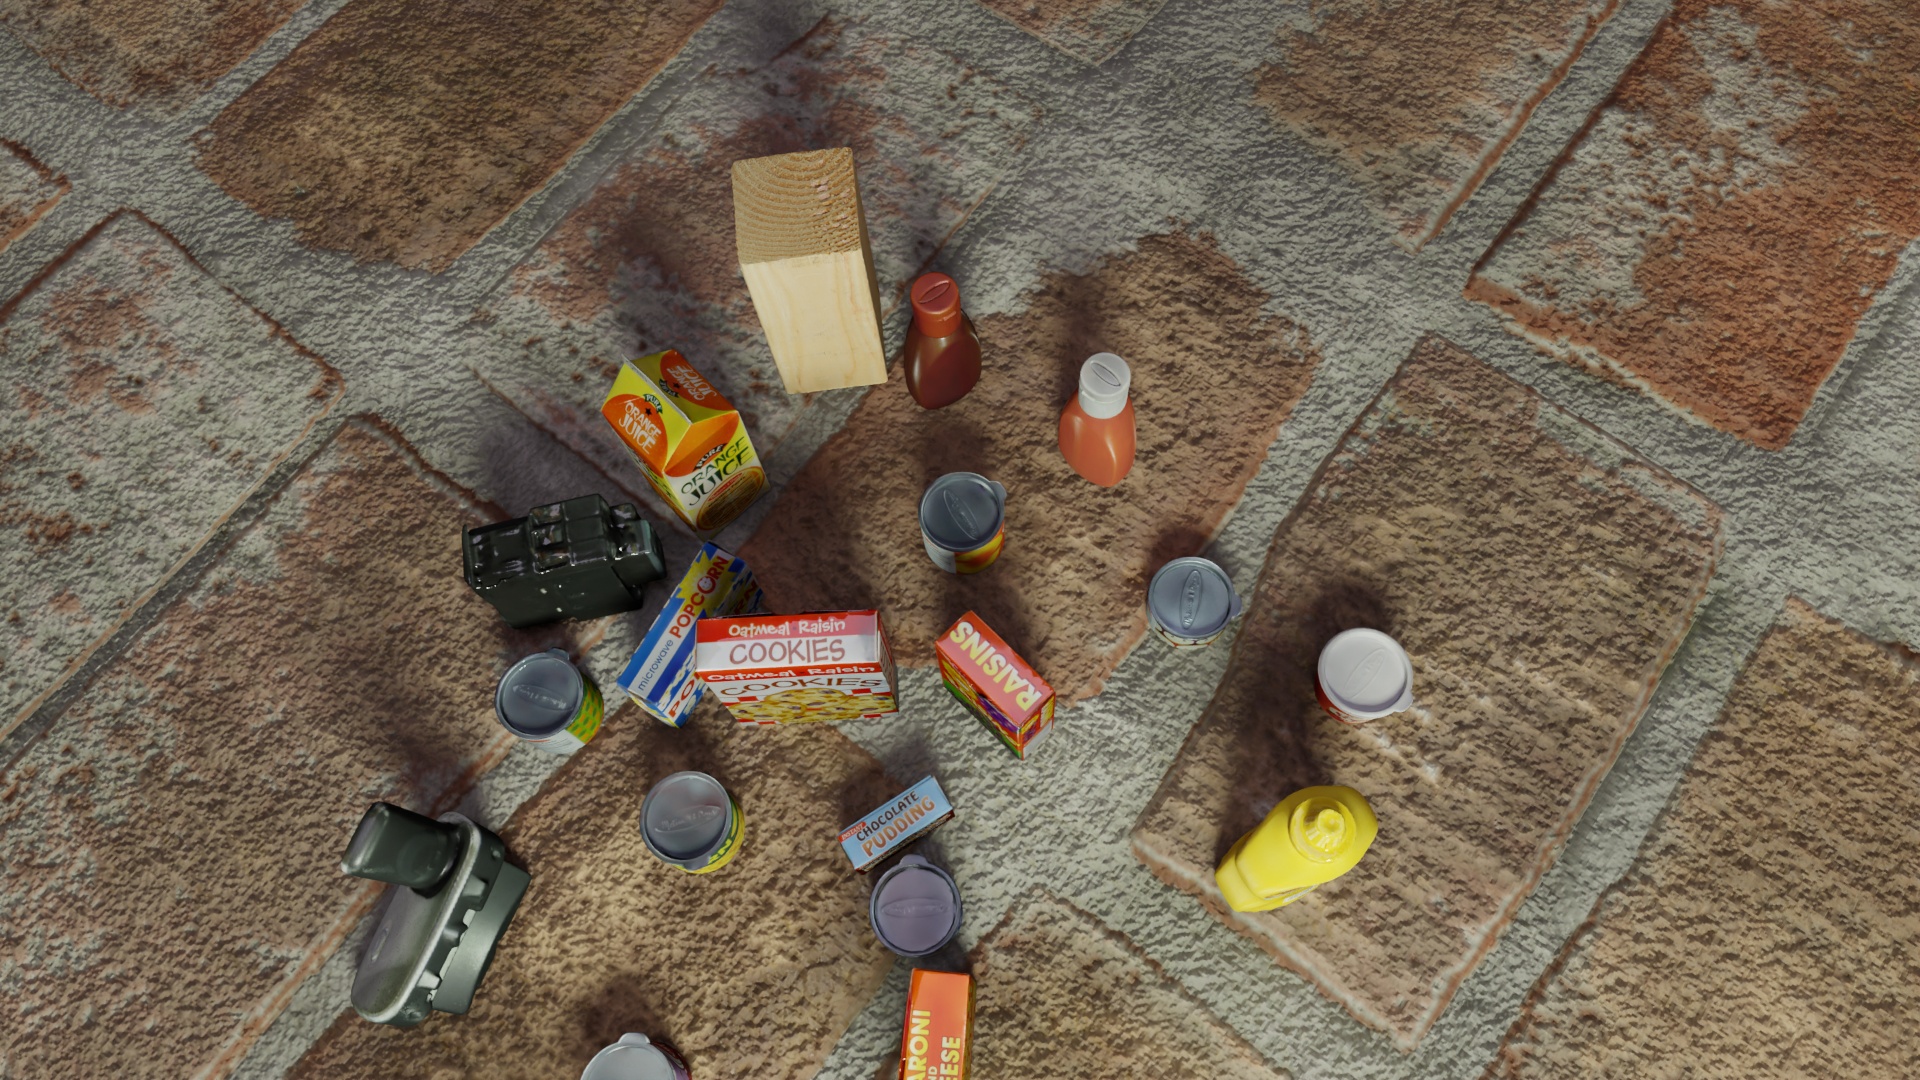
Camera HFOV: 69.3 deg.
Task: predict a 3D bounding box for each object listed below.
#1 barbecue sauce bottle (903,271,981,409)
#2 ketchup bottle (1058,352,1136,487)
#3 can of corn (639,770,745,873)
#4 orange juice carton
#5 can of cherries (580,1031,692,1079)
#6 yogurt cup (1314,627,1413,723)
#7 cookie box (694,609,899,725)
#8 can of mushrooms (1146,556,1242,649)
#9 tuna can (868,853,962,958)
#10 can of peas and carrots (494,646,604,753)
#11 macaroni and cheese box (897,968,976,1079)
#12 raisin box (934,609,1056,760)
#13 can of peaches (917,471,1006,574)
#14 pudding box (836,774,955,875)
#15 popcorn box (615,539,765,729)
[{"bbox_3d":[-0.016,-0.157,1.091,0.065,0.148,0.044,-35,72,-10],"label":"barbecue sauce bottle"},{"bbox_3d":[0.106,-0.093,1.062,0.065,0.148,0.043,41,77,15],"label":"ketchup bottle"},{"bbox_3d":[-0.193,0.208,1.009,0.071,0.058,0.071,-1,70,2],"label":"can of corn"},{"bbox_3d":[-0.207,-0.075,1.044,0.073,0.192,0.072,-42,74,-12],"label":"orange juice carton"},{"bbox_3d":[-0.220,0.374,0.948,0.071,0.058,0.072,-1,70,2],"label":"can of cherries"},{"bbox_3d":[0.295,0.104,1.032,0.072,0.053,0.072,-1,70,2],"label":"yogurt cup"},{"bbox_3d":[-0.111,0.092,0.991,0.123,0.167,0.040,-4,70,1],"label":"cookie box"},{"bbox_3d":[0.179,0.049,1.067,0.071,0.033,0.071,-1,70,2],"label":"can of mushrooms"},{"bbox_3d":[-0.032,0.262,0.996,0.071,0.032,0.071,-1,70,2],"label":"tuna can"},{"bbox_3d":[-0.307,0.121,1.046,0.071,0.058,0.071,-1,70,2],"label":"can of peas and carrots"},{"bbox_3d":[-0.015,0.344,0.894,0.040,0.166,0.124,3,70,4],"label":"macaroni and cheese box"},{"bbox_3d":[0.025,0.107,1.004,0.040,0.123,0.086,-42,74,-12],"label":"raisin box"},{"bbox_3d":[0.004,-0.014,1.085,0.071,0.058,0.071,-1,70,2],"label":"can of peaches"},{"bbox_3d":[-0.046,0.207,1.009,0.084,0.049,0.030,-31,72,-9],"label":"pudding box"},{"bbox_3d":[-0.201,0.073,1.046,0.038,0.085,0.127,27,73,11],"label":"popcorn box"}]
